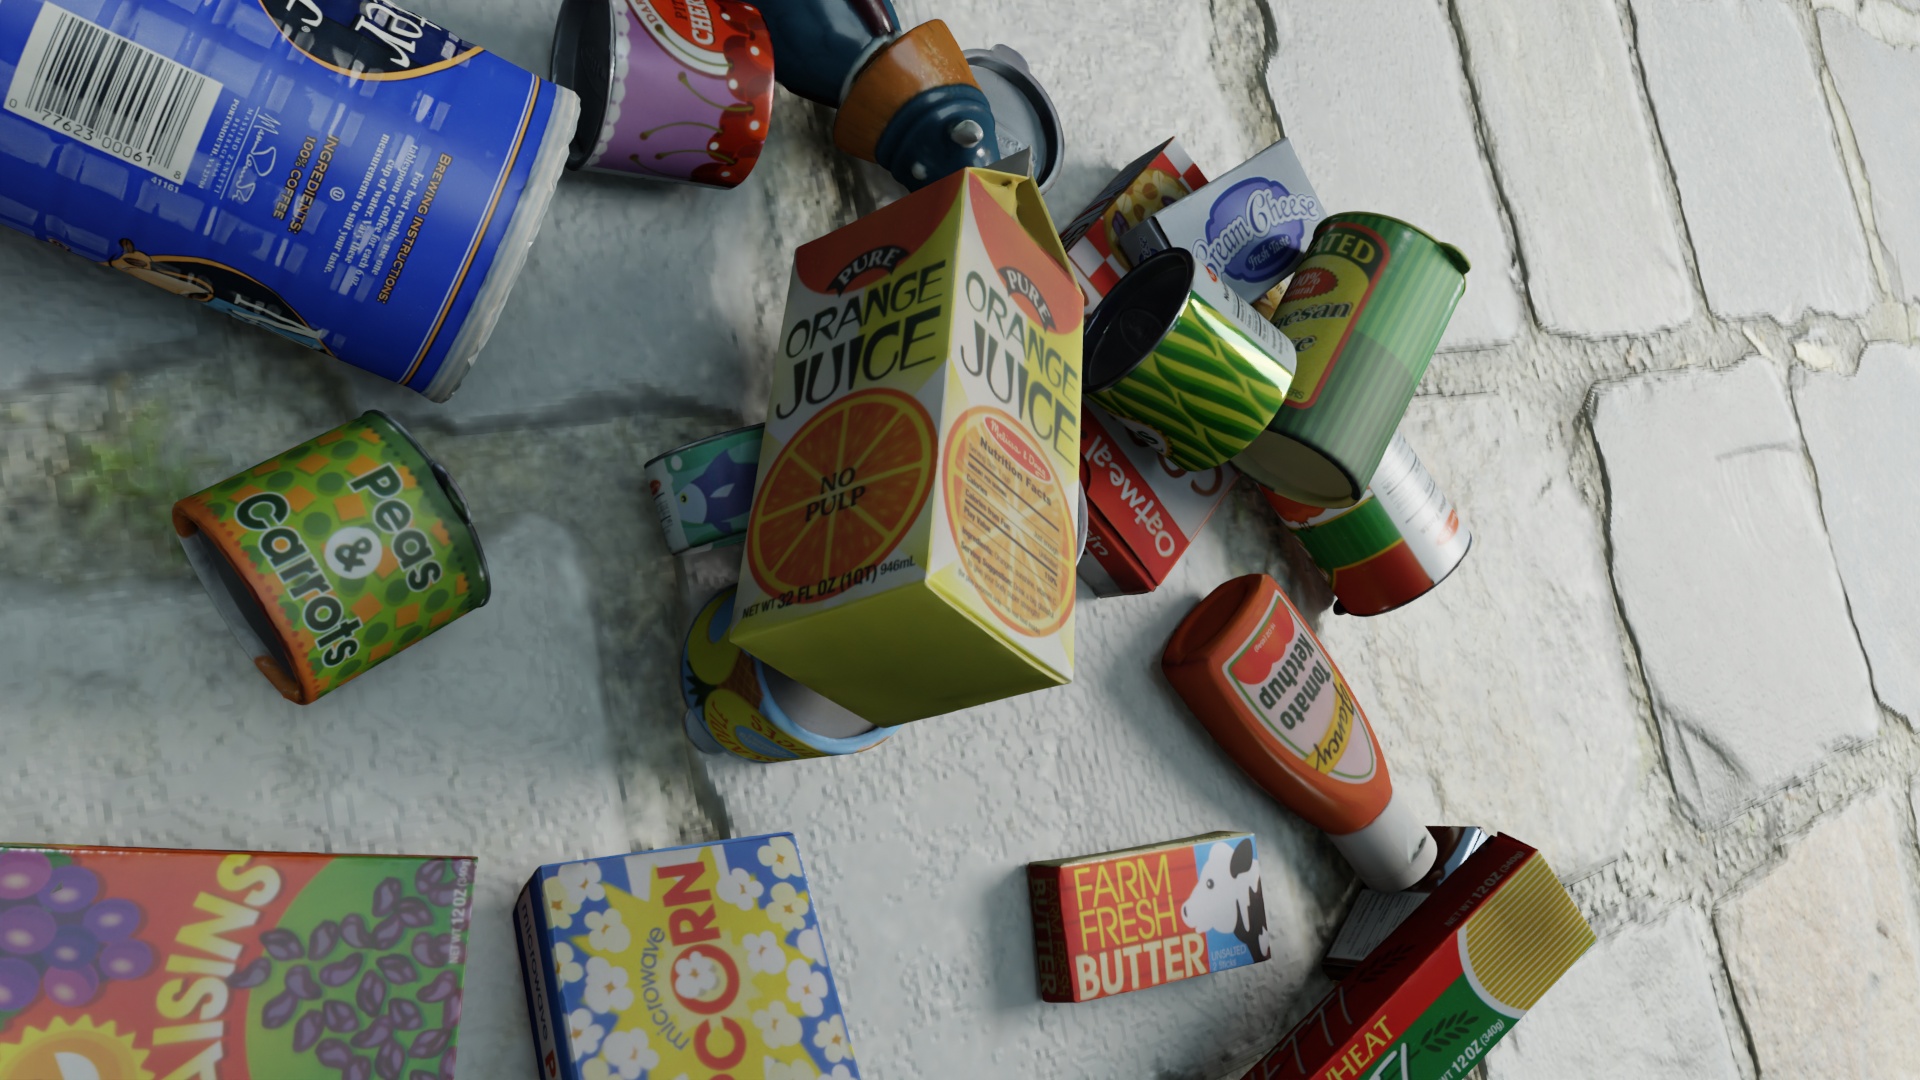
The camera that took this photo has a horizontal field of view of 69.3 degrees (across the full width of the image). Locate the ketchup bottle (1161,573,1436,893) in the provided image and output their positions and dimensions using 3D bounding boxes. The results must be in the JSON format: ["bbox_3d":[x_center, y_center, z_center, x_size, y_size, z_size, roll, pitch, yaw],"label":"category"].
[{"bbox_3d":[0.150,0.088,0.600,0.148,0.043,0.065,51,58,-13],"label":"ketchup bottle"}]

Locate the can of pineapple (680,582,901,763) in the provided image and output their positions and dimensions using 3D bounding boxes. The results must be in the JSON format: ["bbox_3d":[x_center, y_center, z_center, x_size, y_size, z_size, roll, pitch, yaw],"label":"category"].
[{"bbox_3d":[-0.054,0.043,0.470,0.071,0.057,0.071,8,75,-31],"label":"can of pineapple"}]

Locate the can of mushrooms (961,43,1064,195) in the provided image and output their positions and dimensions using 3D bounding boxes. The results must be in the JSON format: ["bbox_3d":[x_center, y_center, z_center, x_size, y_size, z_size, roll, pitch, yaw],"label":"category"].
[{"bbox_3d":[0.008,-0.167,0.574,0.071,0.033,0.071,8,75,-31],"label":"can of mushrooms"}]

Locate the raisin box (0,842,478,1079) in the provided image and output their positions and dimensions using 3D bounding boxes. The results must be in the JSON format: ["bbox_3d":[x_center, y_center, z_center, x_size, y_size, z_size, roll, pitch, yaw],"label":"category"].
[{"bbox_3d":[-0.199,0.126,0.369,0.123,0.040,0.086,10,75,-30],"label":"raisin box"}]

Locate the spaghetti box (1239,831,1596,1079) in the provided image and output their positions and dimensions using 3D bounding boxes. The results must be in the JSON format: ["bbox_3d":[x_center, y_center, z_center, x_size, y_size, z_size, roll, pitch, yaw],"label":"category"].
[{"bbox_3d":[0.139,0.212,0.525,0.251,0.028,0.050,-39,101,-13],"label":"spaghetti box"}]

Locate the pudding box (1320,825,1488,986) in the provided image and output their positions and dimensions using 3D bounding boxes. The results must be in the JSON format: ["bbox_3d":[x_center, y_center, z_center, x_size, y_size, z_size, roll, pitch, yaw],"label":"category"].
[{"bbox_3d":[0.201,0.165,0.611,0.030,0.049,0.084,50,58,-15],"label":"pudding box"}]

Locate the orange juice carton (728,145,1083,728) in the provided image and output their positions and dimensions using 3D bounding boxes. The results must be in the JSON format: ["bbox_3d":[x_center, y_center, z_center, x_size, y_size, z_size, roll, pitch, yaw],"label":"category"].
[{"bbox_3d":[-0.010,-0.046,0.441,0.073,0.071,0.193,39,44,-42],"label":"orange juice carton"}]

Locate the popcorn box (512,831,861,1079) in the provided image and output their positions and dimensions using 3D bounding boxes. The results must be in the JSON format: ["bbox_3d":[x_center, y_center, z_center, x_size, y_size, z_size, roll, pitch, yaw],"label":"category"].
[{"bbox_3d":[-0.078,0.155,0.414,0.085,0.038,0.127,0,55,-34],"label":"popcorn box"}]

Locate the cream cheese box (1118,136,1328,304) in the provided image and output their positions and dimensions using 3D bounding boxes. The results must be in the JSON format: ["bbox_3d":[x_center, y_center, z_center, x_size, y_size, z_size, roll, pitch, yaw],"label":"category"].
[{"bbox_3d":[0.117,-0.129,0.593,0.104,0.024,0.053,-36,98,-35],"label":"cream cheese box"}]

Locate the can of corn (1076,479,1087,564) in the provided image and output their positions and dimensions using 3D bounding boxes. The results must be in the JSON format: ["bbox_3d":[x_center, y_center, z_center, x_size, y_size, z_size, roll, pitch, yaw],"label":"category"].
[{"bbox_3d":[0.002,-0.006,0.517,0.071,0.058,0.071,8,75,-31],"label":"can of corn"}]

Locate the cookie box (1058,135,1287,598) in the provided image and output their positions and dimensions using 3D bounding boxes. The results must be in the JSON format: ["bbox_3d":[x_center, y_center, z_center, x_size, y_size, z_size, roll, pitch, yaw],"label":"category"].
[{"bbox_3d":[0.077,-0.076,0.593,0.123,0.040,0.168,49,58,-14],"label":"cookie box"}]

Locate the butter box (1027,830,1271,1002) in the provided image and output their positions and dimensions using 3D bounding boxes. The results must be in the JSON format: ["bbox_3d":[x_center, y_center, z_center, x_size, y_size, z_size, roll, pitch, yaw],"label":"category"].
[{"bbox_3d":[0.075,0.147,0.549,0.104,0.024,0.053,0,79,-33],"label":"butter box"}]

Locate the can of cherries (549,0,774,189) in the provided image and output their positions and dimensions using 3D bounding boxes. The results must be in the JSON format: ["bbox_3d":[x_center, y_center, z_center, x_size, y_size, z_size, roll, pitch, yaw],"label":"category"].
[{"bbox_3d":[-0.103,-0.159,0.478,0.058,0.071,0.071,0,79,-33],"label":"can of cherries"}]

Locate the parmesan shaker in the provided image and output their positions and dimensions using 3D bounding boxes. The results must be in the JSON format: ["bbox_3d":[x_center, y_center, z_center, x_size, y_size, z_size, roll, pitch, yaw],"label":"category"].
[{"bbox_3d":[0.155,-0.073,0.564,0.071,0.071,0.103,35,76,-22],"label":"parmesan shaker"}]

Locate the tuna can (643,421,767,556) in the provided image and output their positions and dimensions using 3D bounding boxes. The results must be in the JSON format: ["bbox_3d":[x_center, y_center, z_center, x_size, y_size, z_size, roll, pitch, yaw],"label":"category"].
[{"bbox_3d":[-0.068,-0.019,0.470,0.071,0.071,0.033,-16,89,-34],"label":"tuna can"}]

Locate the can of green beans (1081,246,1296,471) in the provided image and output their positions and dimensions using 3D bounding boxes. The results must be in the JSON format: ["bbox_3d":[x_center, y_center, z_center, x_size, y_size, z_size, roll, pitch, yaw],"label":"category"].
[{"bbox_3d":[0.084,-0.068,0.530,0.058,0.071,0.071,35,63,-23],"label":"can of green beans"}]

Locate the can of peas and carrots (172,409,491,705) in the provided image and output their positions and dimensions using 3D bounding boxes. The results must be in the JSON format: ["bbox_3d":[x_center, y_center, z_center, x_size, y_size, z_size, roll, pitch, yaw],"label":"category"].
[{"bbox_3d":[-0.176,0.005,0.393,0.059,0.070,0.071,-35,99,-33],"label":"can of peas and carrots"}]

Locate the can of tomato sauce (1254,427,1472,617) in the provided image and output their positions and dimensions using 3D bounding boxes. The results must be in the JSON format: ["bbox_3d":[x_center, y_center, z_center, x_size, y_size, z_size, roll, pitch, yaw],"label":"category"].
[{"bbox_3d":[0.179,-0.017,0.632,0.071,0.071,0.083,-45,103,-32],"label":"can of tomato sauce"}]
